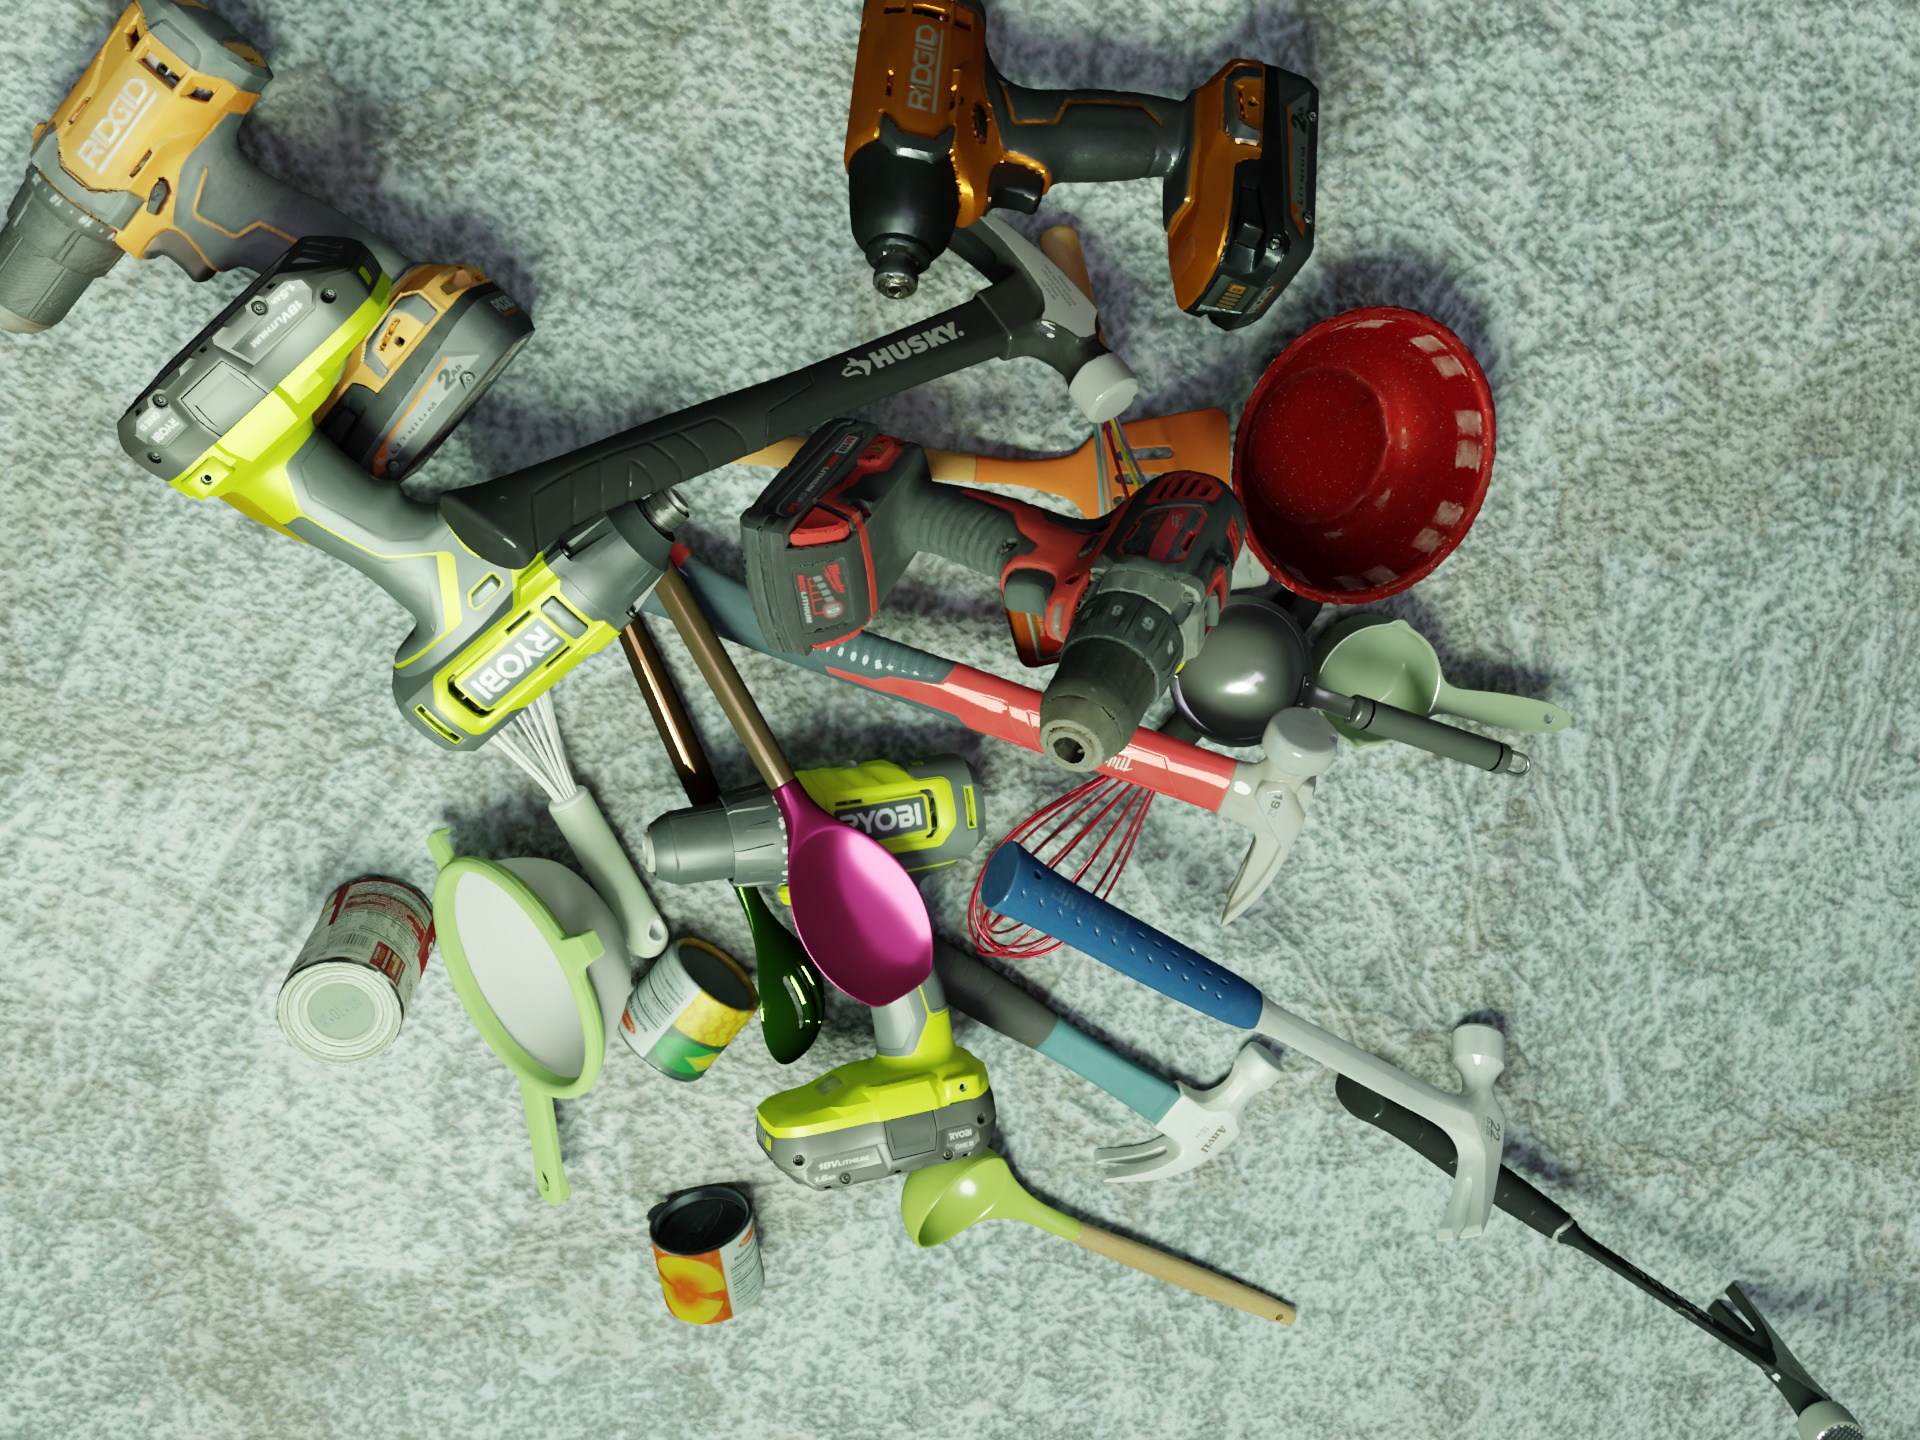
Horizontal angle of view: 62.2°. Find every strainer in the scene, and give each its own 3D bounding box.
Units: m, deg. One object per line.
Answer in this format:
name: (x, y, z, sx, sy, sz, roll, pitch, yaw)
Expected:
strainer: (0.222, -0.009, 0.909, 0.258, 0.050, 0.087, 17, 90, -17)
strainer: (-0.234, 0.180, 0.940, 0.069, 0.152, 0.256, -30, 134, -40)

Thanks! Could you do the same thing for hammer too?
hammer: (-0.001, -0.003, 0.873, 0.386, 0.038, 0.143, 19, 132, 4)
hammer: (0.182, 0.181, 0.945, 0.405, 0.144, 0.035, 30, 144, -23)
hammer: (-0.084, -0.154, 0.755, 0.335, 0.035, 0.146, -27, 72, -24)
hammer: (0.422, 0.350, 1.080, 0.409, 0.149, 0.036, 34, 103, -8)
hammer: (0.043, 0.189, 1.005, 0.330, 0.033, 0.128, 34, 102, -17)

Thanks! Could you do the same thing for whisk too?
whisk: (-0.230, 0.039, 0.912, 0.059, 0.058, 0.246, -7, 120, 33)
whisk: (0.084, -0.143, 0.843, 0.051, 0.047, 0.245, -15, 90, -1)
whisk: (0.110, 0.030, 0.941, 0.073, 0.073, 0.296, 40, 96, -19)

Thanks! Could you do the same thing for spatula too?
spatula: (-0.015, -0.141, 0.869, 0.322, 0.041, 0.081, 3, 94, -7)

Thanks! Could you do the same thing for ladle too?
ladle: (0.101, 0.359, 1.066, 0.320, 0.062, 0.078, 27, 105, -18)

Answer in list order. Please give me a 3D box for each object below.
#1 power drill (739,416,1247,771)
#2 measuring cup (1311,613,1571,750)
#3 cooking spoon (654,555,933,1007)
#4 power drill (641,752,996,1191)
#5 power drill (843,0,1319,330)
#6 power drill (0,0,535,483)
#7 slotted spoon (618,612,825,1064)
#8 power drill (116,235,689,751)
power drill: (0.009, -0.062, 0.761, 0.227, 0.188, 0.080, 12, 134, 20)
measuring cup: (0.286, -0.019, 0.956, 0.167, 0.038, 0.083, 10, 109, -13)
cooking spoon: (-0.107, 0.011, 0.850, 0.069, 0.017, 0.319, -30, 97, -11)
power drill: (-0.073, 0.139, 0.903, 0.190, 0.080, 0.228, -8, 93, -18)
power drill: (0.055, -0.263, 0.778, 0.226, 0.084, 0.164, 9, 72, -11)
power drill: (-0.352, -0.211, 0.782, 0.226, 0.084, 0.185, 41, 103, -15)
slotted spoon: (-0.142, 0.062, 0.927, 0.031, 0.070, 0.313, -14, 108, 24)
power drill: (-0.253, -0.108, 0.749, 0.171, 0.080, 0.223, -39, 120, 9)
